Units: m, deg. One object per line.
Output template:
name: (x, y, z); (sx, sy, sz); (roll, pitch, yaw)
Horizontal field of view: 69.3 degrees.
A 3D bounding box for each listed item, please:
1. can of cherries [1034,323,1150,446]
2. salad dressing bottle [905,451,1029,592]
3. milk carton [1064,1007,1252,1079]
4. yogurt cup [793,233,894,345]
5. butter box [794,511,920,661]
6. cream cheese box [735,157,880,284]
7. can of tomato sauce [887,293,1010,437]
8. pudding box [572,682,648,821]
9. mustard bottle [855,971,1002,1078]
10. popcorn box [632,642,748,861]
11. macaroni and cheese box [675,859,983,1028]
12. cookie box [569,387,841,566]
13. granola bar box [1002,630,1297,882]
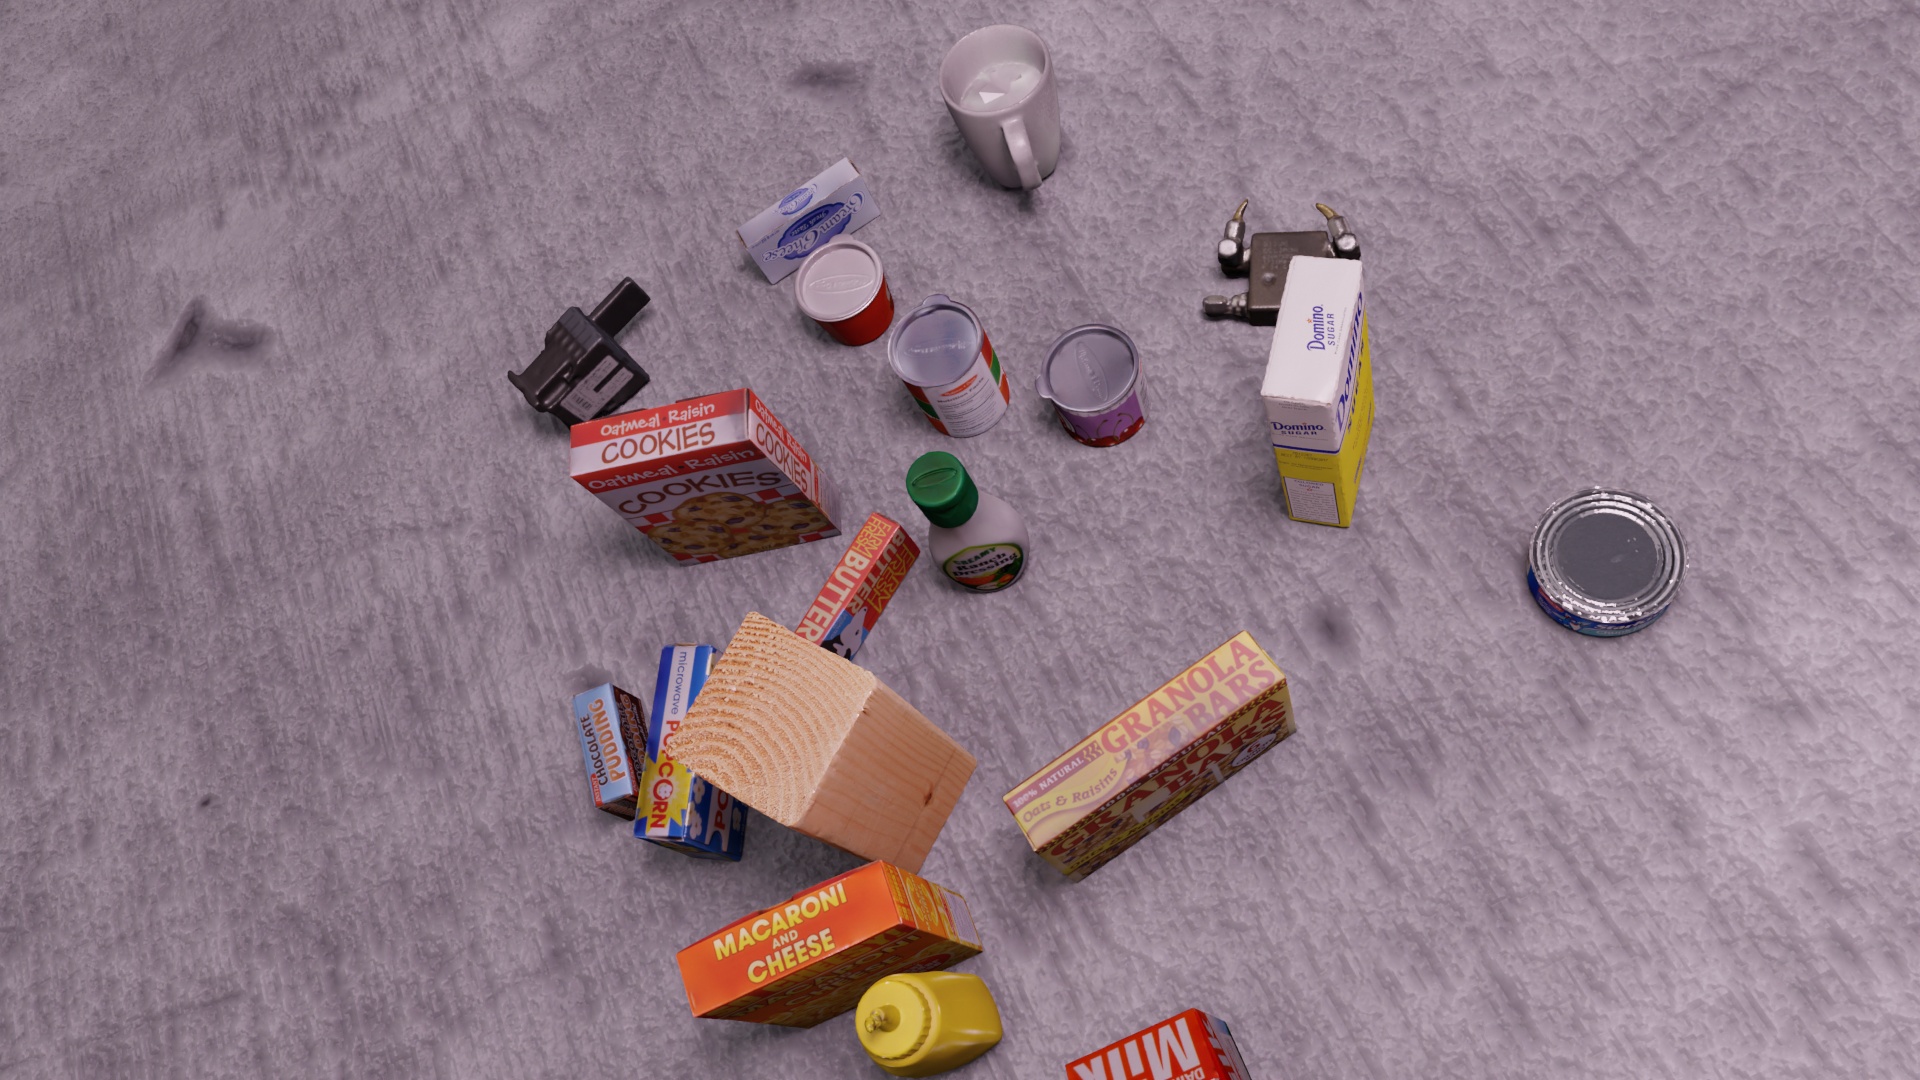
can of cherries: (0.090, -0.104, 0.944); (0.071, 0.058, 0.072); (-6, 67, 14)
salad dressing bottle: (0.003, -0.011, 0.882); (0.064, 0.147, 0.044); (-17, 65, 10)
milk carton: (0.108, 0.288, 0.705); (0.072, 0.190, 0.074); (-26, 64, 5)
yogurt cup: (-0.083, -0.180, 1.029); (0.072, 0.053, 0.072); (-6, 67, 14)
butter box: (-0.069, 0.035, 0.937); (0.024, 0.053, 0.103); (27, 78, 24)
cream cheese box: (-0.116, -0.245, 1.065); (0.104, 0.053, 0.024); (-33, 64, 1)
can of tomato sauce: (-0.007, -0.119, 0.965); (0.071, 0.083, 0.071); (-6, 67, 14)
pudding box: (-0.233, 0.143, 0.942); (0.030, 0.049, 0.084); (-23, 64, 7)
mustard bottle: (-0.023, 0.266, 0.769); (0.065, 0.160, 0.049); (-27, 64, 5)
popcorn box: (-0.168, 0.139, 0.905); (0.038, 0.085, 0.127); (-2, 68, 16)
macaroni and cheese box: (-0.069, 0.234, 0.792); (0.124, 0.166, 0.040); (-26, 64, 5)
cookie box: (-0.166, -0.039, 0.932); (0.123, 0.167, 0.040); (-11, 66, 12)
granola bar box: (0.114, 0.128, 0.806); (0.165, 0.124, 0.039); (-35, 64, 0)
